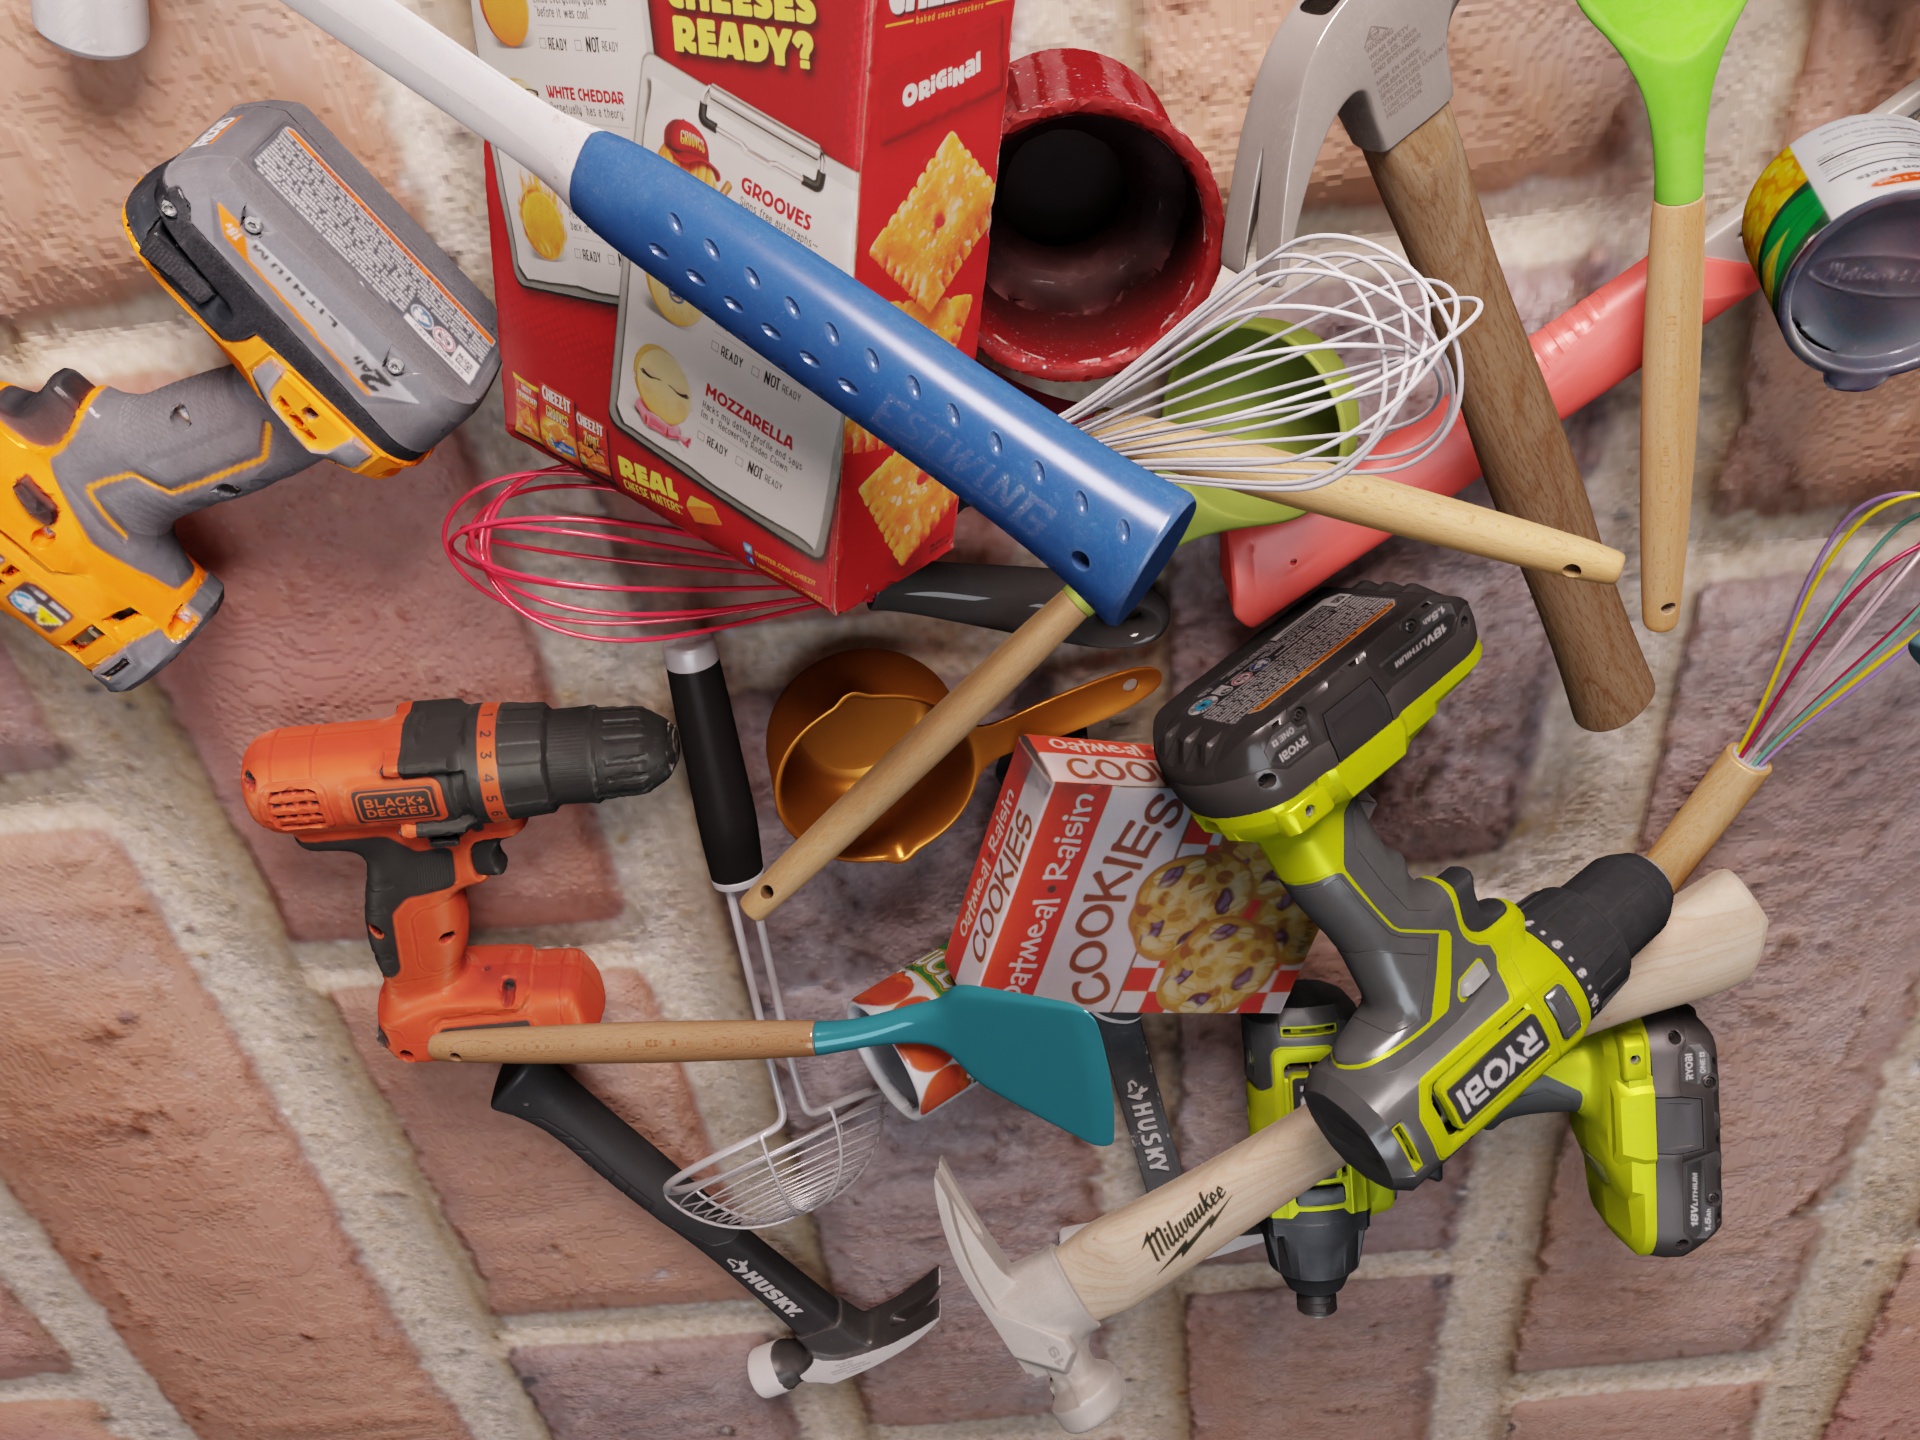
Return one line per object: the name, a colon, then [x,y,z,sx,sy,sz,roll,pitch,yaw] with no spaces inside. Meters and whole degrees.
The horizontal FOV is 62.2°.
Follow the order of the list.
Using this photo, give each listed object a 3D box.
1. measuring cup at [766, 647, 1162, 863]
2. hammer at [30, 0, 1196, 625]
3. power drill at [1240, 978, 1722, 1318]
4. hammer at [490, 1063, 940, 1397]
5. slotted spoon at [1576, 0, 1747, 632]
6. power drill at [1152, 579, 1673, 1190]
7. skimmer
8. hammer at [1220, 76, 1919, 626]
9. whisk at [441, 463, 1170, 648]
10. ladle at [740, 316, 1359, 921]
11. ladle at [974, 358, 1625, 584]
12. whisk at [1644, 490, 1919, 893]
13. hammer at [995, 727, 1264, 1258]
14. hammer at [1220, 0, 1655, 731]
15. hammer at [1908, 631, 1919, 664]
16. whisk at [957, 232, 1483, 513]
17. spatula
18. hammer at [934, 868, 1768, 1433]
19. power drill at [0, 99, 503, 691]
measuring cup: [-0.001,-0.002,0.690,0.173,0.052,0.095,-20,127,-5]
hammer: [-0.110,-0.161,0.437,0.405,0.035,0.144,36,134,9]
power drill: [0.260,0.215,0.814,0.223,0.080,0.171,-5,97,1]
hammer: [-0.144,0.286,0.914,0.146,0.035,0.334,-26,124,18]
slotted spoon: [0.243,-0.155,0.546,0.070,0.031,0.313,-13,129,7]
power drill: [0.199,0.058,0.671,0.190,0.080,0.228,-36,109,-15]
skimmer: [-0.106,0.110,0.760,0.127,0.090,0.363,-20,123,-20]
hammer: [0.253,-0.142,0.595,0.359,0.037,0.149,-36,121,22]
whisk: [-0.054,-0.058,0.640,0.295,0.073,0.073,6,128,-15]
ladle: [0.023,-0.028,0.618,0.320,0.062,0.078,-43,80,11]
ladle: [0.072,-0.097,0.560,0.315,0.031,0.069,18,147,14]
whisk: [0.367,0.003,0.708,0.047,0.051,0.244,7,130,-14]
hammer: [0.089,0.161,0.825,0.149,0.036,0.408,-12,127,6]
hammer: [0.189,-0.110,0.557,0.130,0.031,0.331,-39,127,-3]
hammer: [0.420,-0.157,0.542,0.128,0.033,0.331,8,114,-22]
whisk: [0.043,-0.090,0.509,0.070,0.070,0.285,39,157,-27]
spatula: [-0.091,0.148,0.704,0.317,0.044,0.082,-3,125,10]
hammer: [0.186,0.181,0.761,0.410,0.038,0.146,-32,92,6]
power drill: [-0.296,-0.118,0.569,0.226,0.084,0.164,-28,123,23]
